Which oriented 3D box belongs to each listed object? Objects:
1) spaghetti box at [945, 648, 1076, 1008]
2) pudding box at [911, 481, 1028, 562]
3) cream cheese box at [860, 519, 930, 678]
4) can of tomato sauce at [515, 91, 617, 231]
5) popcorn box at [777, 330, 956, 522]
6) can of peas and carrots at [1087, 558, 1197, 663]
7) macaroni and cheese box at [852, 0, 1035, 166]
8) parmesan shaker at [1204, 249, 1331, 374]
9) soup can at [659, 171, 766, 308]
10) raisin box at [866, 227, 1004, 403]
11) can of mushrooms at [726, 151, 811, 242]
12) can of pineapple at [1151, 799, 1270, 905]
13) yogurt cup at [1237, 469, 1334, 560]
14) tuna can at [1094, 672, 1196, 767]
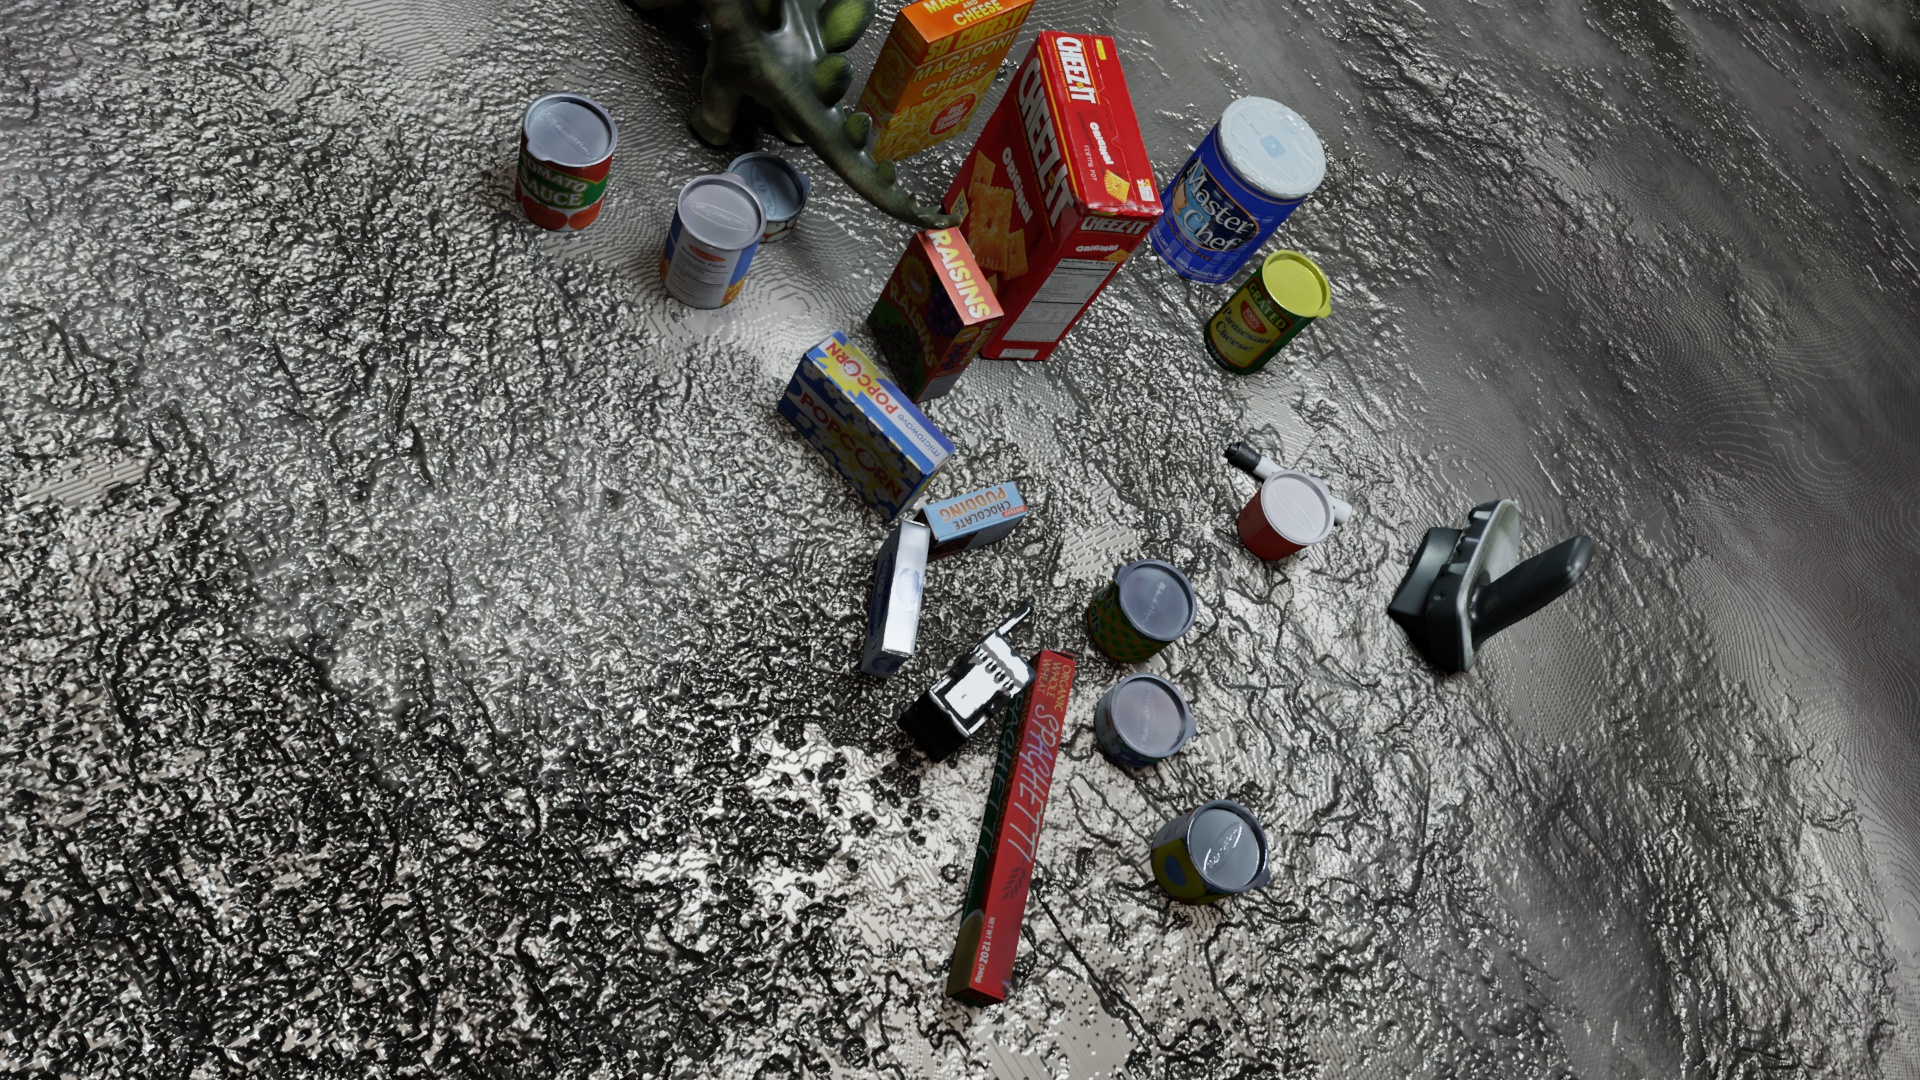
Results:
[{"bbox_3d":[0.037,0.193,0.964,0.029,0.050,0.251,21,60,-12],"label":"spaghetti box"},{"bbox_3d":[0.004,-0.013,1.049,0.084,0.049,0.030,-17,74,-28],"label":"pudding box"},{"bbox_3d":[-0.047,0.043,1.000,0.024,0.053,0.104,15,61,-15],"label":"cream cheese box"},{"bbox_3d":[-0.296,-0.279,1.033,0.071,0.082,0.071,9,63,-18],"label":"can of tomato sauce"},{"bbox_3d":[-0.071,-0.083,1.031,0.127,0.085,0.038,45,58,3],"label":"popcorn box"},{"bbox_3d":[0.137,0.054,1.066,0.071,0.058,0.071,9,63,-18],"label":"can of peas and carrots"},{"bbox_3d":[-0.022,-0.385,1.147,0.124,0.165,0.040,-34,82,-31],"label":"macaroni and cheese box"},{"bbox_3d":[0.267,-0.195,1.212,0.071,0.102,0.071,9,63,-18],"label":"parmesan shaker"},{"bbox_3d":[-0.188,-0.227,1.052,0.071,0.083,0.071,9,63,-18],"label":"soup can"},{"bbox_3d":[-0.021,-0.173,1.071,0.040,0.123,0.086,-19,75,-28],"label":"raisin box"},{"bbox_3d":[-0.157,-0.276,1.117,0.071,0.033,0.071,9,63,-18],"label":"can of mushrooms"},{"bbox_3d":[0.180,0.228,1.002,0.071,0.057,0.071,9,63,-18],"label":"can of pineapple"},{"bbox_3d":[0.268,-0.018,1.157,0.072,0.053,0.072,9,63,-18],"label":"yogurt cup"},{"bbox_3d":[0.138,0.136,1.043,0.071,0.032,0.071,9,63,-18],"label":"tuna can"}]
